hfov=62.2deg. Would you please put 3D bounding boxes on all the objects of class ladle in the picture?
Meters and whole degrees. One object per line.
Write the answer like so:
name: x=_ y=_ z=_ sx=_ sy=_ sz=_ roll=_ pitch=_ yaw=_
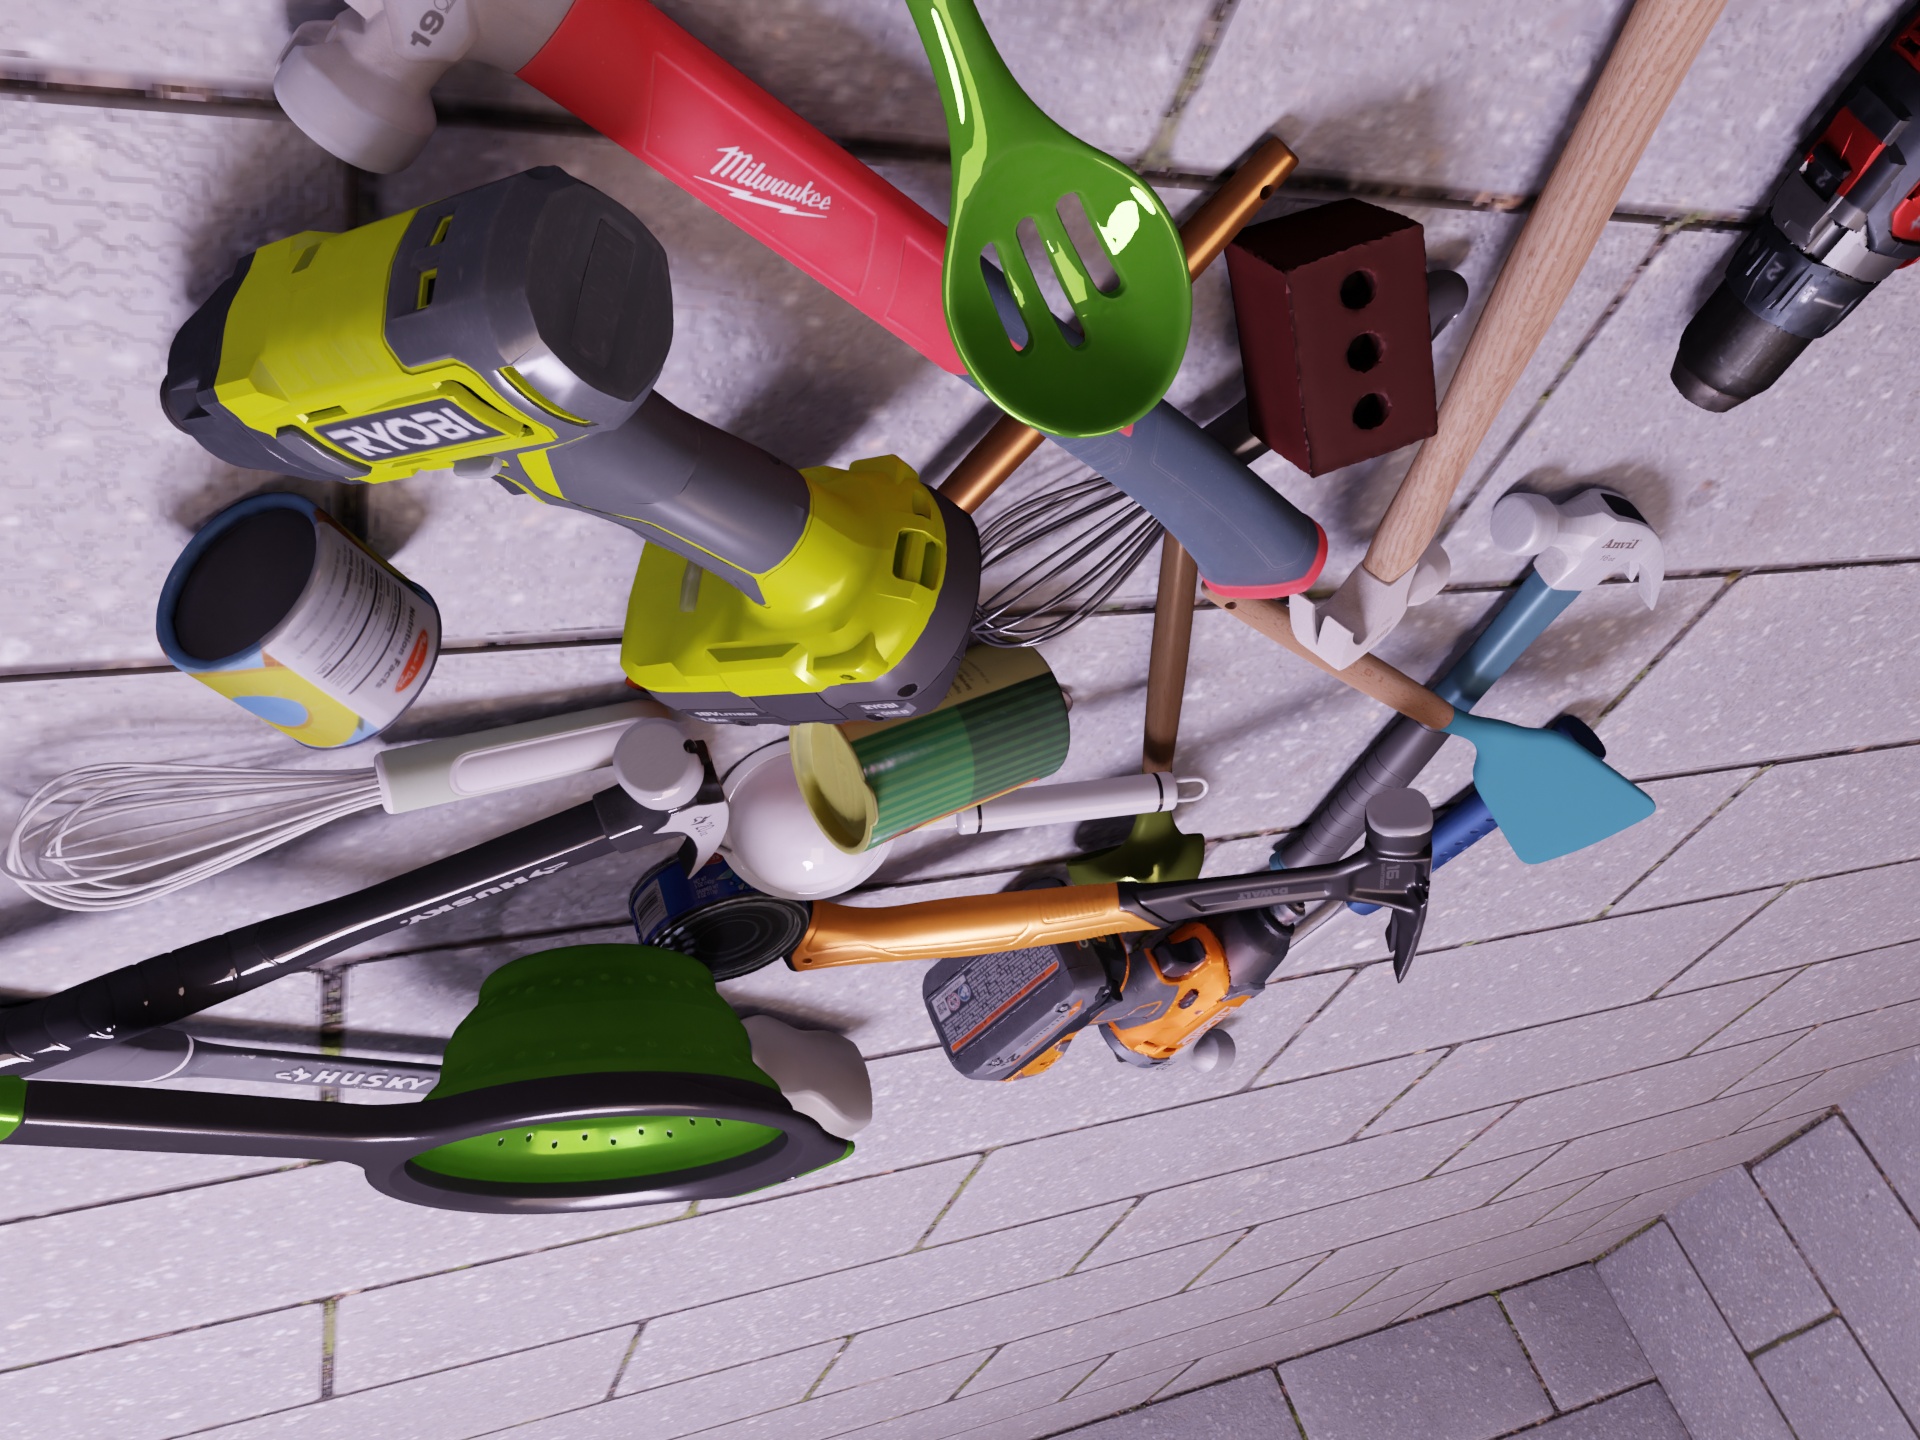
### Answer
ladle: x=0.095 y=-0.003 z=0.784 sx=0.078 sy=0.062 sz=0.319 roll=-12 pitch=140 yaw=-8

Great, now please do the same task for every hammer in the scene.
hammer: x=0.011 y=-0.135 z=0.484 sx=0.143 sy=0.038 sz=0.386 roll=-41 pitch=136 yaw=25
hammer: x=-0.348 y=0.157 z=0.738 sx=0.149 sy=0.036 sz=0.408 roll=-40 pitch=144 yaw=24
hammer: x=0.073 y=0.103 z=0.831 sx=0.337 sy=0.034 sz=0.127 roll=-6 pitch=135 yaw=5
hammer: x=-0.254 y=0.085 z=0.642 sx=0.335 sy=0.035 sz=0.146 roll=-21 pitch=166 yaw=-6
hammer: x=0.264 y=-0.002 z=0.887 sx=0.128 sy=0.033 sz=0.330 roll=-2 pitch=143 yaw=-28
hammer: x=0.259 y=0.132 z=1.078 sx=0.144 sy=0.035 sz=0.405 roll=11 pitch=135 yaw=-42
hammer: x=0.208 y=-0.145 z=0.611 sx=0.130 sy=0.031 sz=0.331 roll=-36 pitch=155 yaw=-38

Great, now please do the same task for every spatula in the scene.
spatula: x=-0.001 y=-0.094 z=0.597 sx=0.322 sy=0.041 sz=0.081 roll=-44 pitch=144 yaw=23
spatula: x=0.233 y=-0.003 z=0.806 sx=0.317 sy=0.044 sz=0.082 roll=24 pitch=139 yaw=-35

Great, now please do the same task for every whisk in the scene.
whisk: x=0.093 y=-0.103 z=0.623 sx=0.239 sy=0.055 sz=0.055 roll=-34 pitch=147 yaw=9
whisk: x=-0.229 y=0.026 z=0.610 sx=0.246 sy=0.059 sz=0.057 roll=-13 pitch=117 yaw=-23

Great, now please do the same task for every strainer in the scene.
strainer: x=-0.004 y=0.044 z=0.743 sx=0.258 sy=0.050 sz=0.086 roll=-6 pitch=118 yaw=-13

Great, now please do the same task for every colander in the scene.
colander: x=-0.228 y=0.145 z=0.693 sx=0.396 sy=0.095 sz=0.204 roll=18 pitch=144 yaw=-41

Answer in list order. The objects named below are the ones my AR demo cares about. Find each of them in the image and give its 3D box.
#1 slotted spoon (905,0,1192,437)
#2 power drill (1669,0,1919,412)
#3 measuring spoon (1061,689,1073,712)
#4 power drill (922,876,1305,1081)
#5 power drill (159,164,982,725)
slotted spoon: x=-0.015 y=-0.195 z=0.362 sx=0.070 sy=0.031 sz=0.313 roll=-32 pitch=131 yaw=-2
power drill: x=0.419 y=-0.201 z=0.653 sx=0.226 sy=0.080 sz=0.187 roll=-2 pitch=142 yaw=-25
measuring spoon: x=-0.001 y=-0.002 z=0.737 sx=0.124 sy=0.018 sz=0.034 roll=-8 pitch=104 yaw=-32
power drill: x=0.105 y=0.152 z=0.975 sx=0.226 sy=0.084 sz=0.164 roll=10 pitch=135 yaw=-47
power drill: x=-0.109 y=-0.070 z=0.481 sx=0.171 sy=0.080 sz=0.223 roll=-3 pitch=160 yaw=34
